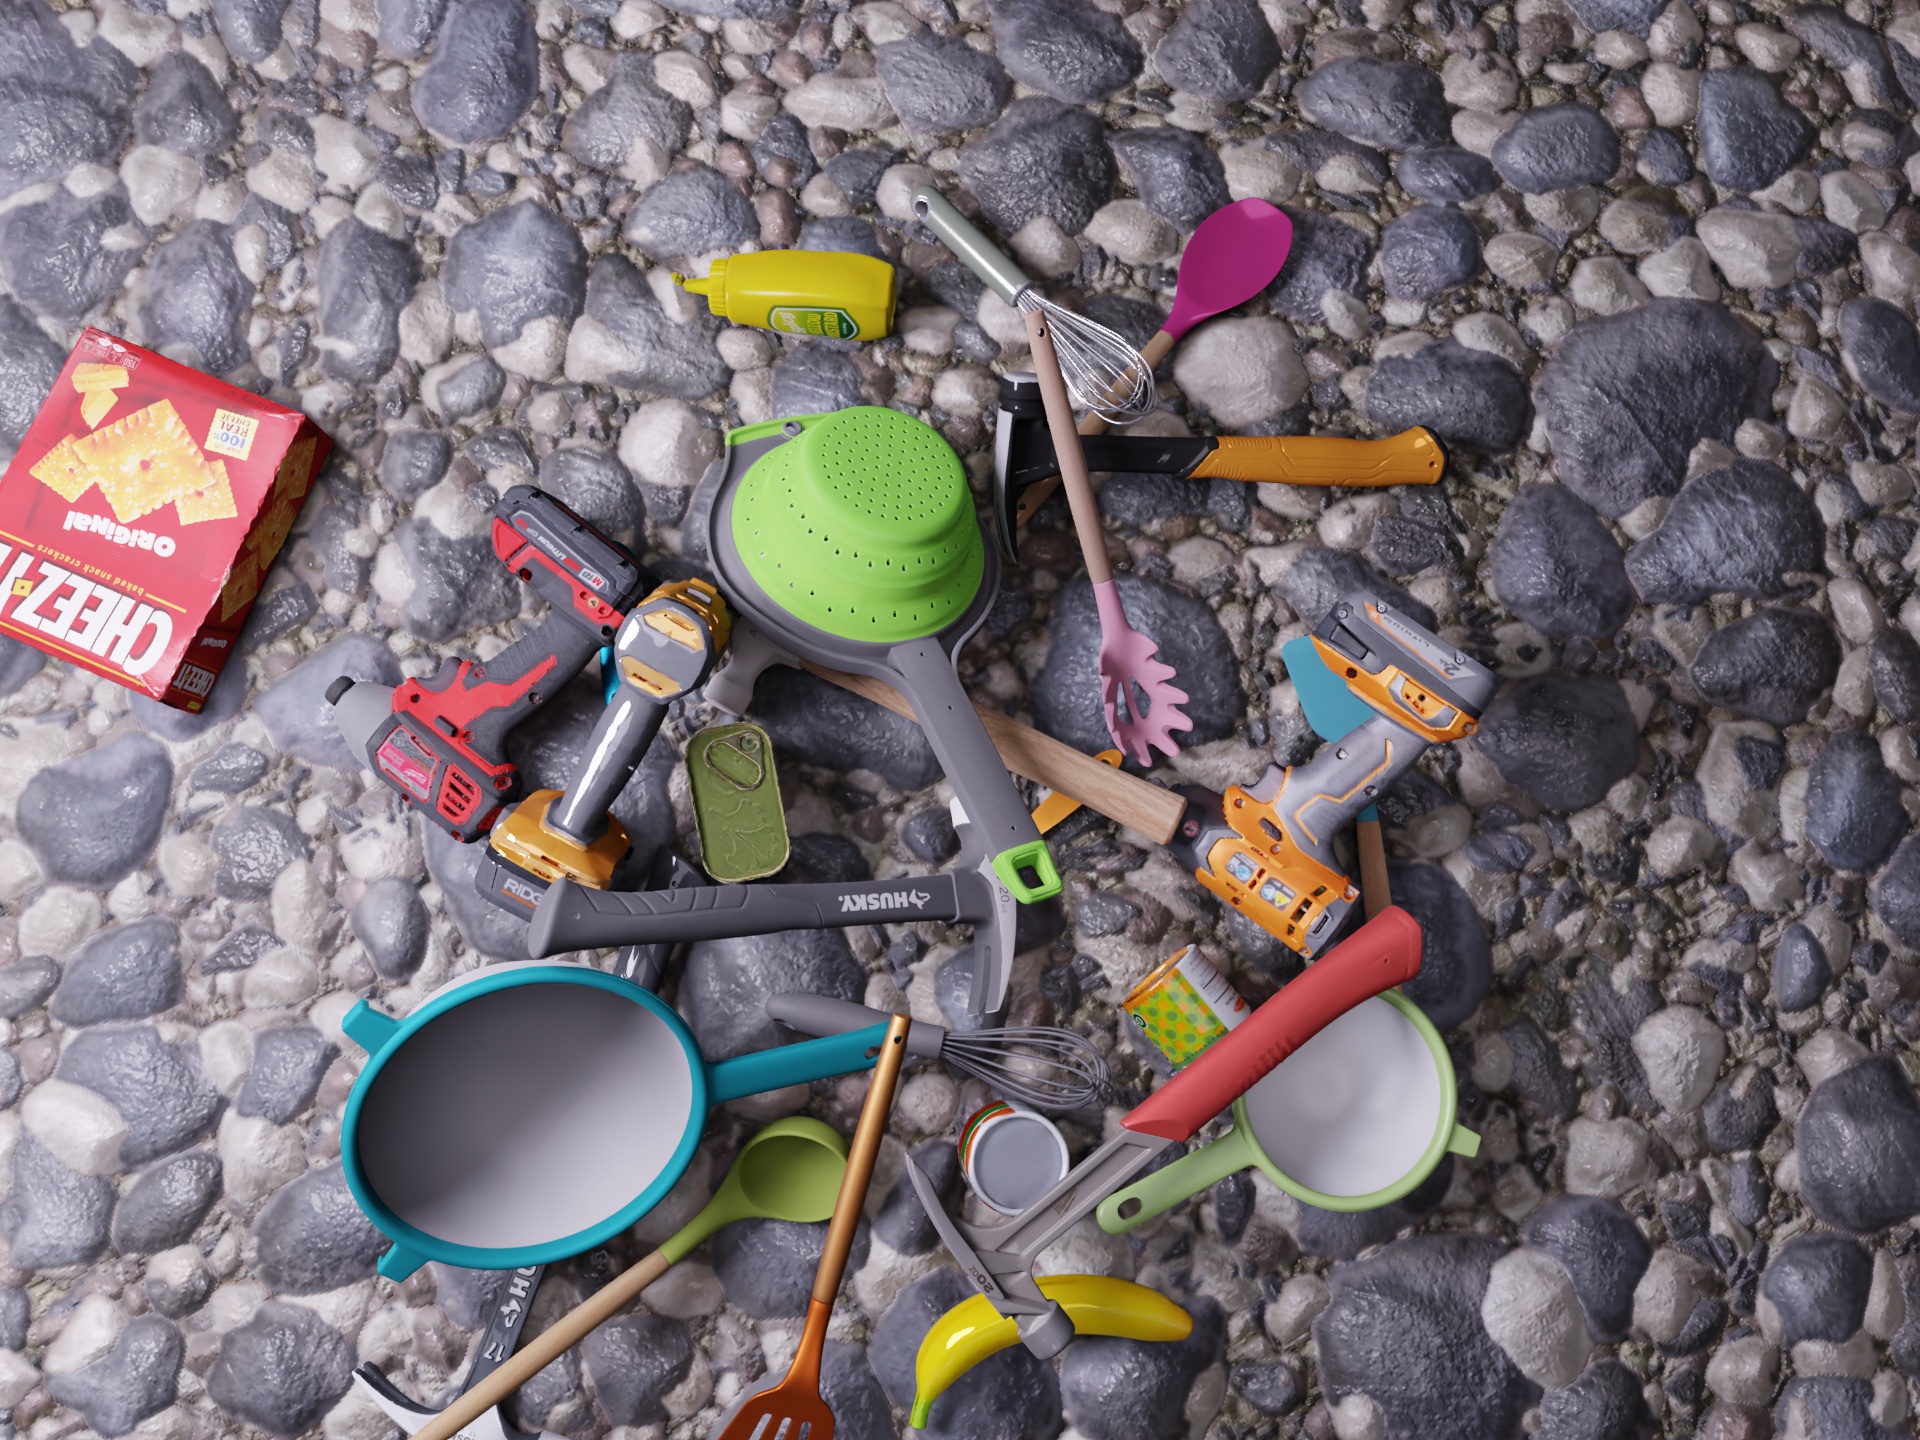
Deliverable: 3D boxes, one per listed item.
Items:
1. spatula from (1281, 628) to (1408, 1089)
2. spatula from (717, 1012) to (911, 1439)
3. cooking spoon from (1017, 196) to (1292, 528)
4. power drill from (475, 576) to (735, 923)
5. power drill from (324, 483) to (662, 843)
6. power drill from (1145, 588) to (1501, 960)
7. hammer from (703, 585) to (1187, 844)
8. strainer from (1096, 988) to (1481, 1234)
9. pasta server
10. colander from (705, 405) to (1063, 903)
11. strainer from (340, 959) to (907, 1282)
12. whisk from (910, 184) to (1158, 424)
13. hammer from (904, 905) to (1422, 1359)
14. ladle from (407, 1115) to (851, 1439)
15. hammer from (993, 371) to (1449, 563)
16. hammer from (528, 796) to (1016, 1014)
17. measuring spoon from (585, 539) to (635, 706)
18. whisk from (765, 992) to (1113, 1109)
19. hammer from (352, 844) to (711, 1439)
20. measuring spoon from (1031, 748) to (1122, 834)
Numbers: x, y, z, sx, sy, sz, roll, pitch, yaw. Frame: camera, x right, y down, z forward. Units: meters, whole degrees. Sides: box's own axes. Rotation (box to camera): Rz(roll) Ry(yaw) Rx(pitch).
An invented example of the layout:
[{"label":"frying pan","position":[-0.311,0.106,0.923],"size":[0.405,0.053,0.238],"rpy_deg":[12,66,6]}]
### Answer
[{"label":"spatula","position":[0.284,0.096,1.103],"size":[0.082,0.044,0.317],"rpy_deg":[-7,83,12]},{"label":"spatula","position":[-0.082,0.340,1.009],"size":[0.081,0.041,0.322],"rpy_deg":[16,91,-9]},{"label":"cooking spoon","position":[0.135,-0.261,1.162],"size":[0.069,0.017,0.319],"rpy_deg":[38,80,9]},{"label":"power drill","position":[-0.218,0.009,1.035],"size":[0.084,0.185,0.226],"rpy_deg":[29,100,-8]},{"label":"power drill","position":[-0.314,-0.042,1.060],"size":[0.143,0.078,0.219],"rpy_deg":[38,91,2]},{"label":"power drill","position":[0.234,0.025,1.066],"size":[0.164,0.084,0.226],"rpy_deg":[35,101,12]},{"label":"hammer","position":[-0.002,-0.003,1.081],"size":[0.331,0.031,0.130],"rpy_deg":[25,76,10]},{"label":"strainer","position":[0.201,0.270,1.055],"size":[0.256,0.069,0.151],"rpy_deg":[-26,82,-8]},{"label":"pasta server","position":[0.092,-0.119,1.069],"size":[0.060,0.040,0.316],"rpy_deg":[-21,110,-12]},{"label":"colander","position":[-0.024,-0.071,1.020],"size":[0.204,0.094,0.397],"rpy_deg":[-16,65,-28]},{"label":"strainer","position":[-0.207,0.213,0.991],"size":[0.340,0.095,0.211],"rpy_deg":[-8,116,-21]},{"label":"whisk","position":[0.050,-0.302,1.143],"size":[0.246,0.057,0.059],"rpy_deg":[46,47,12]},{"label":"hammer","position":[0.143,0.227,0.997],"size":[0.359,0.037,0.149],"rpy_deg":[-36,93,-12]},{"label":"ladle","position":[-0.203,0.359,0.994],"size":[0.320,0.062,0.078],"rpy_deg":[-34,114,-19]},{"label":"hammer","position":[0.187,-0.176,1.118],"size":[0.336,0.034,0.127],"rpy_deg":[-2,111,-15]},{"label":"hammer","position":[-0.103,0.121,0.985],"size":[0.334,0.035,0.146],"rpy_deg":[1,76,-36]},{"label":"measuring spoon","position":[-0.243,-0.065,1.103],"size":[0.042,0.021,0.129],"rpy_deg":[-6,82,-5]},{"label":"whisk","position":[-0.014,0.216,1.063],"size":[0.239,0.055,0.055],"rpy_deg":[12,80,2]},{"label":"hammer","position":[-0.257,0.278,1.043],"size":[0.149,0.036,0.409],"rpy_deg":[19,80,0]},{"label":"measuring spoon","position":[0.069,0.060,1.113],"size":[0.117,0.011,0.021],"rpy_deg":[-40,81,-12]}]
